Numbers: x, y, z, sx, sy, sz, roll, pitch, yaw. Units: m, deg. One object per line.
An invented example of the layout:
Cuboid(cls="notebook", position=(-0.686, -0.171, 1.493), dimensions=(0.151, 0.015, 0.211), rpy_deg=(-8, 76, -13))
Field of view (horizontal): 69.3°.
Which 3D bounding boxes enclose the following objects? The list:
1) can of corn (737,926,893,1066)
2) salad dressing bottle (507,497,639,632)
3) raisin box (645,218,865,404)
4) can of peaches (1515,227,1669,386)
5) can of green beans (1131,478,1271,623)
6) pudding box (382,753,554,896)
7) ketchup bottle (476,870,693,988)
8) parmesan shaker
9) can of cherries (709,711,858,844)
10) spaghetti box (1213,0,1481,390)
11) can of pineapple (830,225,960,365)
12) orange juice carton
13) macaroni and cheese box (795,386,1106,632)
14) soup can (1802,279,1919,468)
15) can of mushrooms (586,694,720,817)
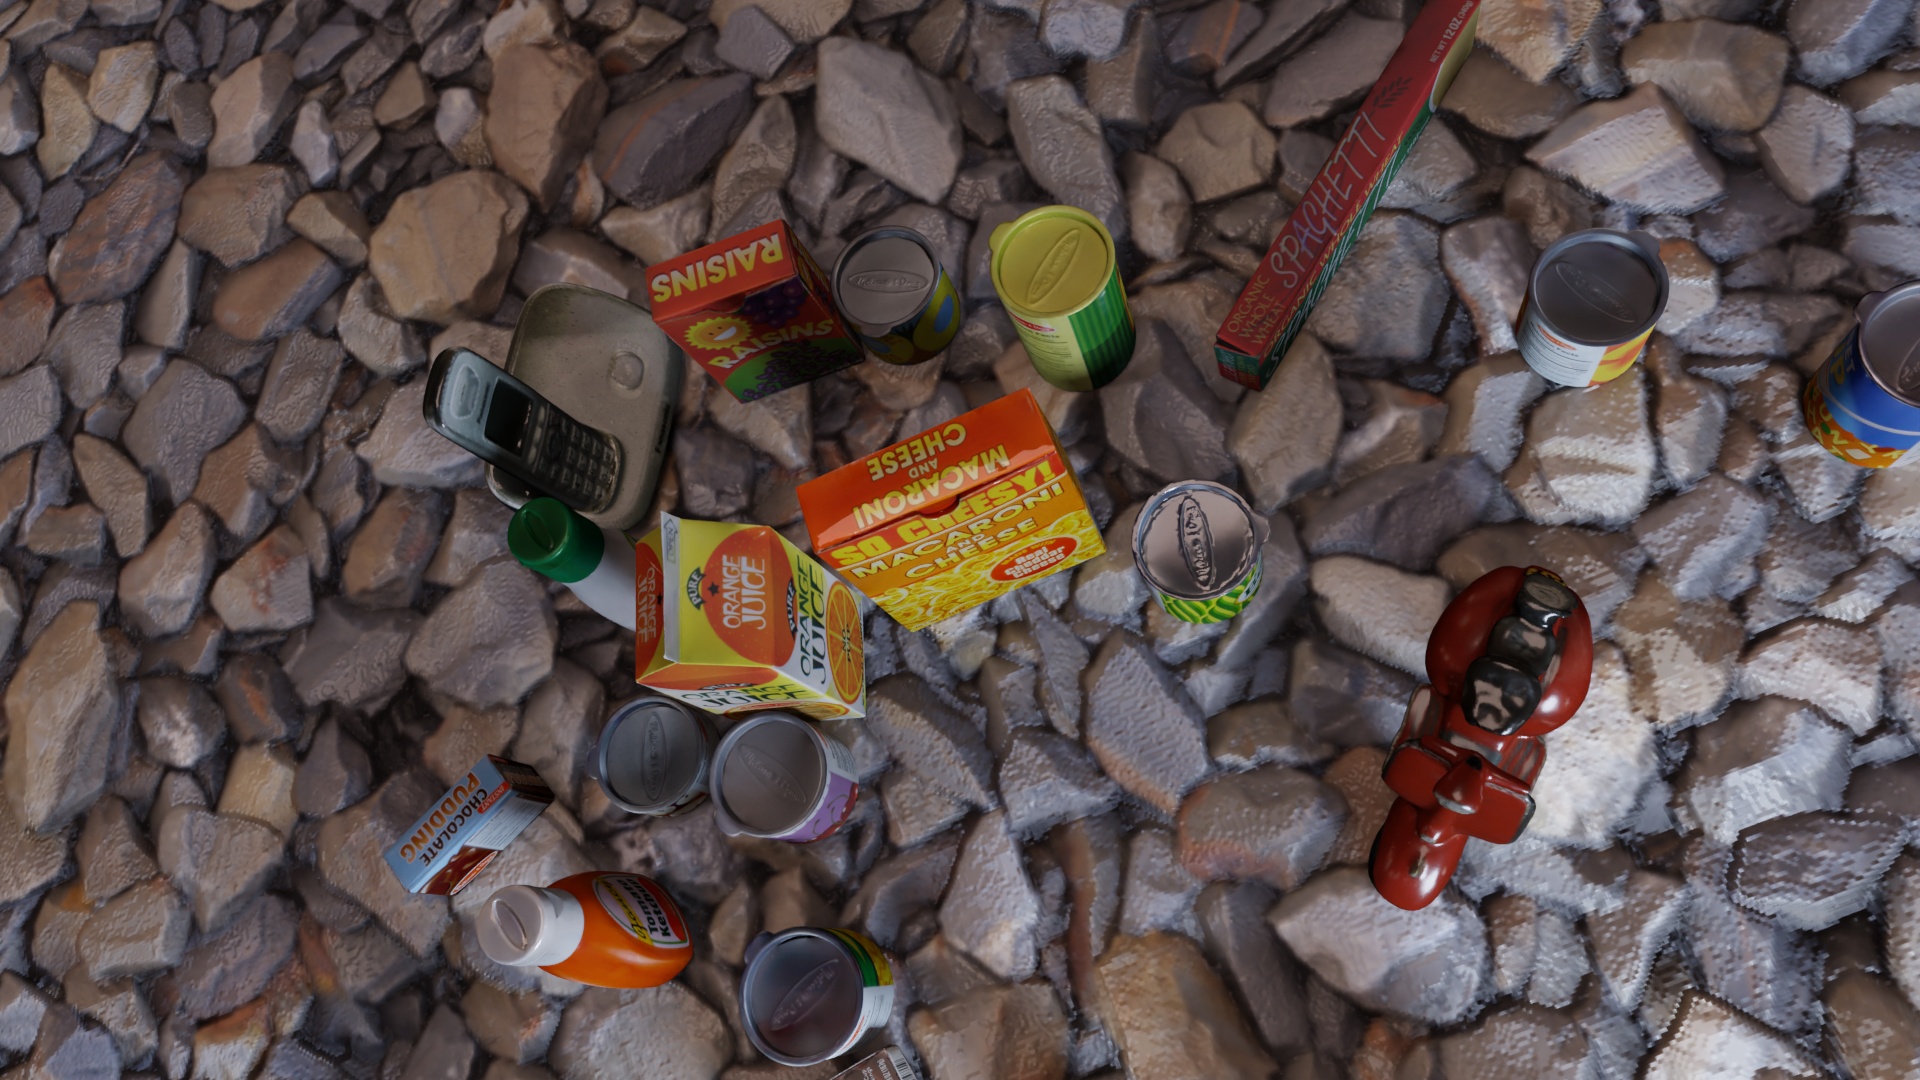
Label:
Cuboid(cls="can of corn", position=(-0.075, 0.233, 0.720), dimensions=(0.071, 0.058, 0.071), rpy_deg=(-4, 73, 13))
Cuboid(cls="salad dressing bottle", position=(-0.196, 0.015, 0.768), dimensions=(0.044, 0.147, 0.064), rpy_deg=(-40, 69, 0))
Cuboid(cls="raisin box", position=(-0.116, -0.129, 0.806), dimensions=(0.086, 0.123, 0.040), rpy_deg=(-17, 71, 9))
Cuboid(cls="can of peaches", position=(0.331, -0.122, 0.727), dimensions=(0.071, 0.058, 0.071), rpy_deg=(-4, 73, 13))
Cuboid(cls="can of green beans", position=(0.127, 0.007, 0.739), dimensions=(0.071, 0.057, 0.071), rpy_deg=(-4, 73, 13))
Cuboid(cls="pudding box", position=(-0.281, 0.164, 0.797), dimensions=(0.084, 0.049, 0.030), rpy_deg=(-45, 69, -2))
Cuboid(cls="ketchup bottle", position=(-0.191, 0.199, 0.711), dimensions=(0.043, 0.148, 0.065), rpy_deg=(-41, 69, 0))
Cuboid(cls="parmesan shaker", position=(0.058, -0.134, 0.775), dimensions=(0.071, 0.103, 0.071), rpy_deg=(-4, 73, 13))
Cuboid(cls="can of cherries", position=(-0.097, 0.132, 0.756), dimensions=(0.071, 0.058, 0.071), rpy_deg=(-4, 73, 13))
Cuboid(cls="spaghetti box", position=(0.218, -0.198, 0.783), dimensions=(0.029, 0.050, 0.250), rpy_deg=(30, 83, 20))
Cuboid(cls="can of pineapple", position=(-0.038, -0.143, 0.826), dimensions=(0.071, 0.057, 0.071), rpy_deg=(-4, 73, 13))
Cuboid(cls="orange juice carton", position=(-0.111, 0.045, 0.714), dimensions=(0.073, 0.192, 0.072), rpy_deg=(-7, 72, 12))
Cuboid(cls="macaroni and cheese box", position=(0.003, -0.009, 0.716), dimensions=(0.124, 0.166, 0.040), rpy_deg=(-23, 70, 7))
Cuboid(cls="soup can", position=(0.453, -0.080, 0.670), dimensions=(0.071, 0.083, 0.071), rpy_deg=(-4, 73, 13))
Cuboid(cls="can of mushrooms", position=(-0.174, 0.123, 0.791), dimensions=(0.071, 0.033, 0.071), rpy_deg=(-4, 73, 13))
